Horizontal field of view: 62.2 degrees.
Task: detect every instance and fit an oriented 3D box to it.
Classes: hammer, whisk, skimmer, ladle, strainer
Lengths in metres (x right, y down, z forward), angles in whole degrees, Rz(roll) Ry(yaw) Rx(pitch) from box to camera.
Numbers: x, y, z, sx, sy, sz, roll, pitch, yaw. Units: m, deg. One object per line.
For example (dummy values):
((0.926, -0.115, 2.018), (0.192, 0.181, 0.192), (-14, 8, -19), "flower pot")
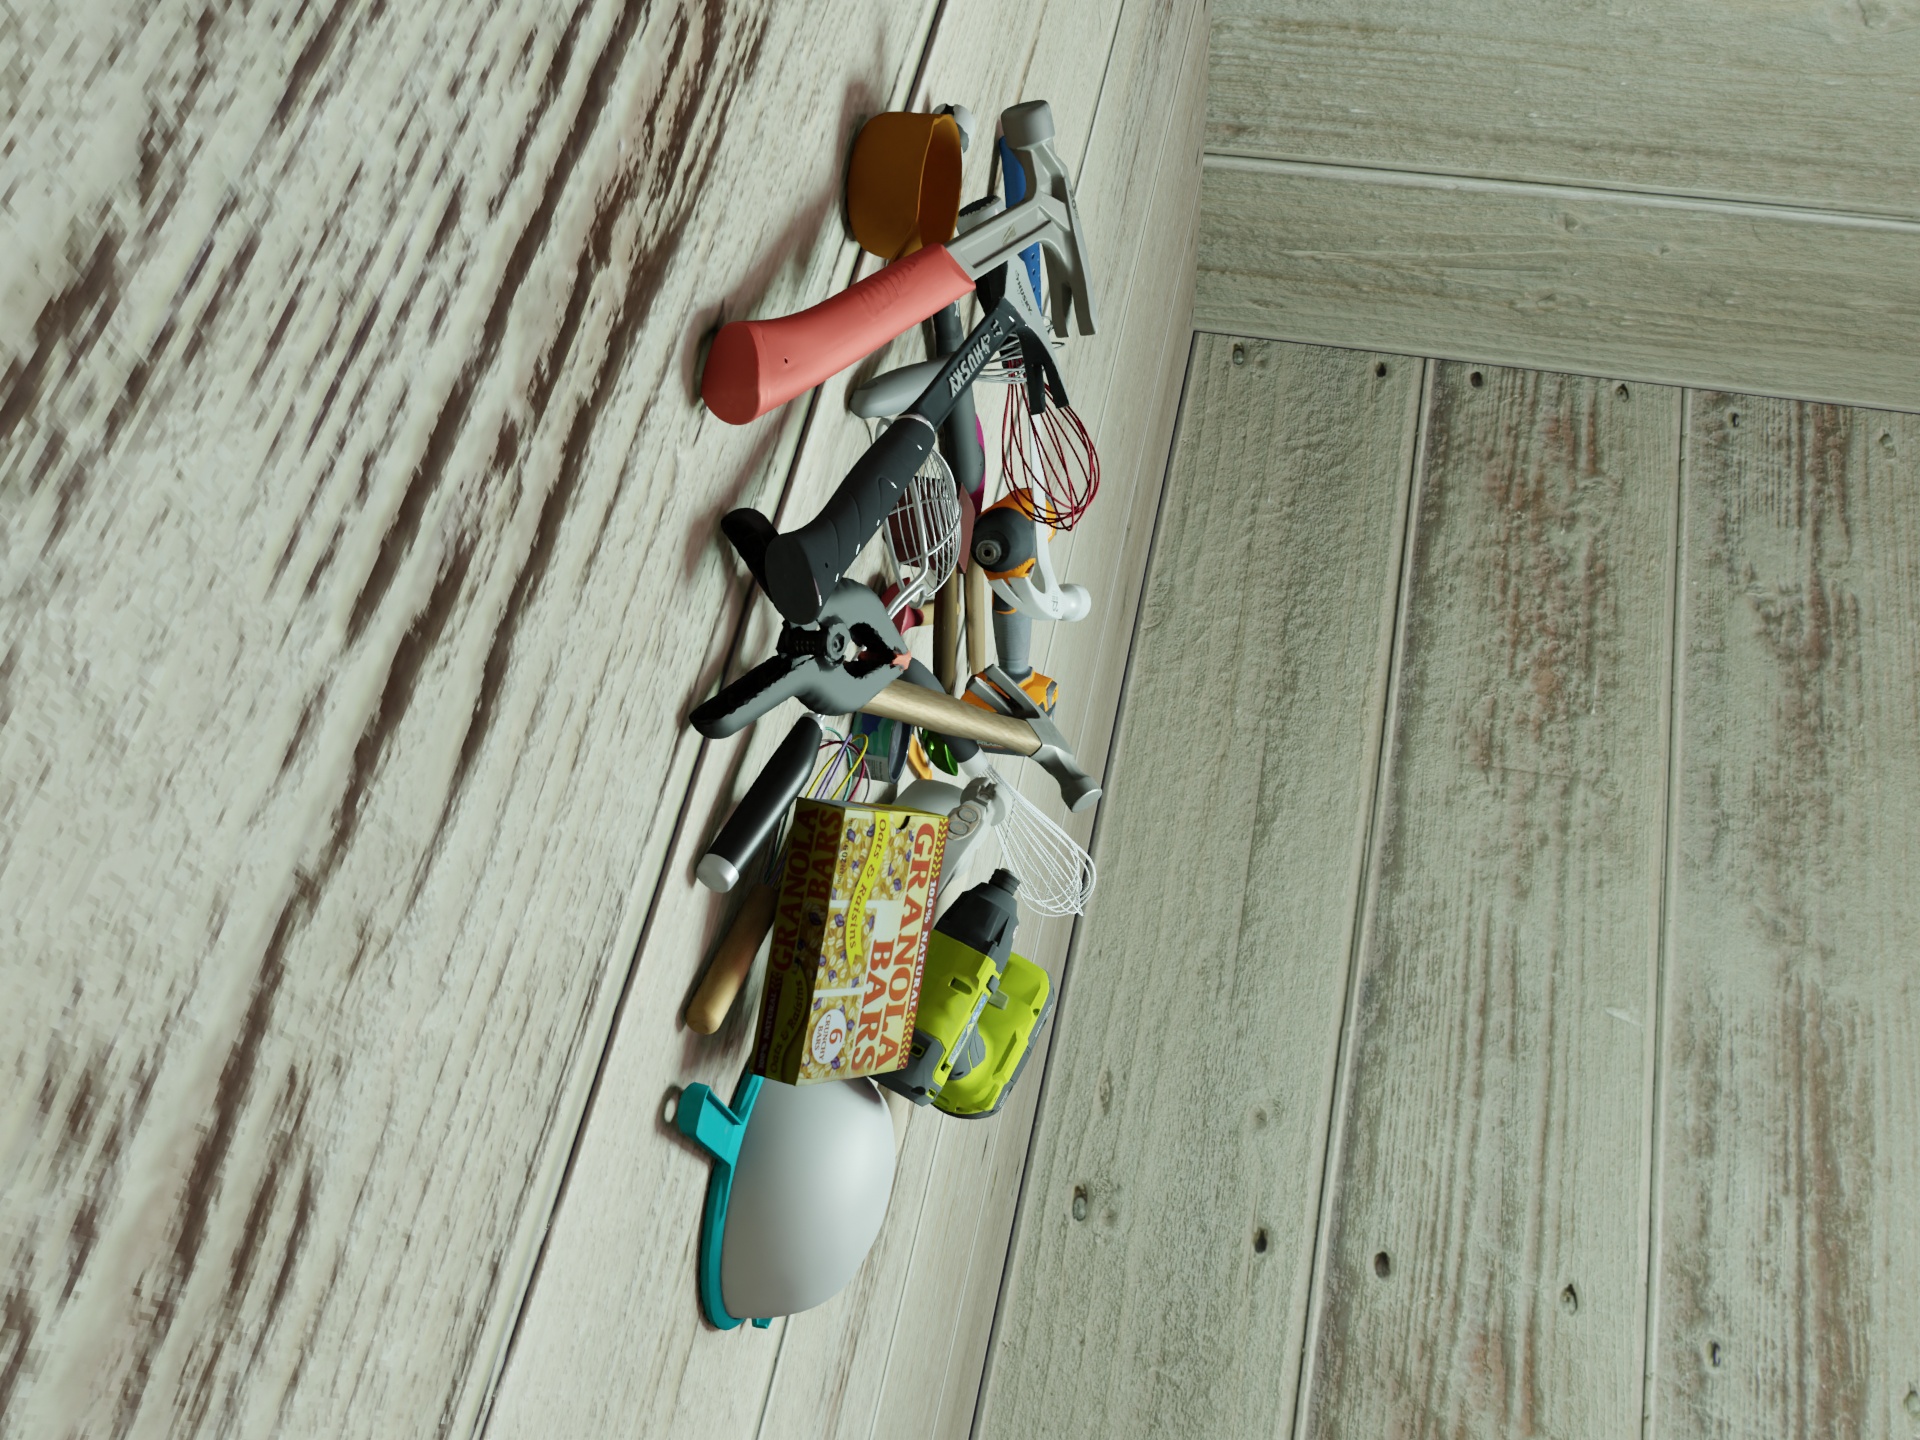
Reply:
((-0.042, 0.236, 1.268), (0.146, 0.038, 0.410), (-50, 159, -49), "hammer")
((0.000, -0.244, 1.103), (0.239, 0.055, 0.055), (-34, 136, -48), "whisk")
((-0.108, 0.089, 0.972), (0.245, 0.047, 0.051), (-65, 144, -44), "whisk")
((-0.002, -0.004, 1.186), (0.031, 0.130, 0.331), (-42, 155, 17), "hammer")
((0.058, -0.287, 1.334), (0.144, 0.035, 0.405), (-4, 91, -64), "hammer")
((-0.020, -0.178, 0.956), (0.149, 0.036, 0.409), (63, 33, -27), "hammer")
((-0.090, -0.047, 0.987), (0.127, 0.090, 0.363), (93, 21, -50), "skimmer")
((0.047, -0.263, 1.230), (0.073, 0.073, 0.296), (82, -6, -58), "whisk")
((-0.030, -0.086, 1.287), (0.315, 0.031, 0.069), (-32, 137, -79), "ladle")
((-0.009, -0.283, 1.204), (0.334, 0.035, 0.146), (81, 20, -60), "hammer")
((-0.102, 0.289, 1.029), (0.340, 0.095, 0.211), (80, 22, -65), "strainer")
((0.028, 0.058, 1.315), (0.284, 0.070, 0.070), (54, 32, -23), "whisk")
((-0.021, -0.234, 0.893), (0.359, 0.037, 0.149), (-46, 129, -46), "hammer")

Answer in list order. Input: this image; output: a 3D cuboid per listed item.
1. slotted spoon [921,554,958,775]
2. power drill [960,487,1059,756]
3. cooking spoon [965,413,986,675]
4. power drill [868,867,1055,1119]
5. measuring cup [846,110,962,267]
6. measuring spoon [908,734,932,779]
((-0.015, -0.042, 1.303), (0.313, 0.031, 0.070), (93, -15, -61), "slotted spoon")
((0.041, -0.087, 1.438), (0.164, 0.084, 0.226), (-47, 141, -68), "power drill")
((0.012, -0.150, 1.481), (0.318, 0.017, 0.069), (87, 16, -48), "cooking spoon")
((0.007, 0.209, 1.180), (0.171, 0.080, 0.223), (-60, 162, -14), "power drill")
((-0.048, -0.292, 0.943), (0.095, 0.052, 0.174), (82, 24, -53), "measuring cup")
((-0.040, 0.035, 1.394), (0.116, 0.011, 0.021), (65, 29, -66), "measuring spoon")
